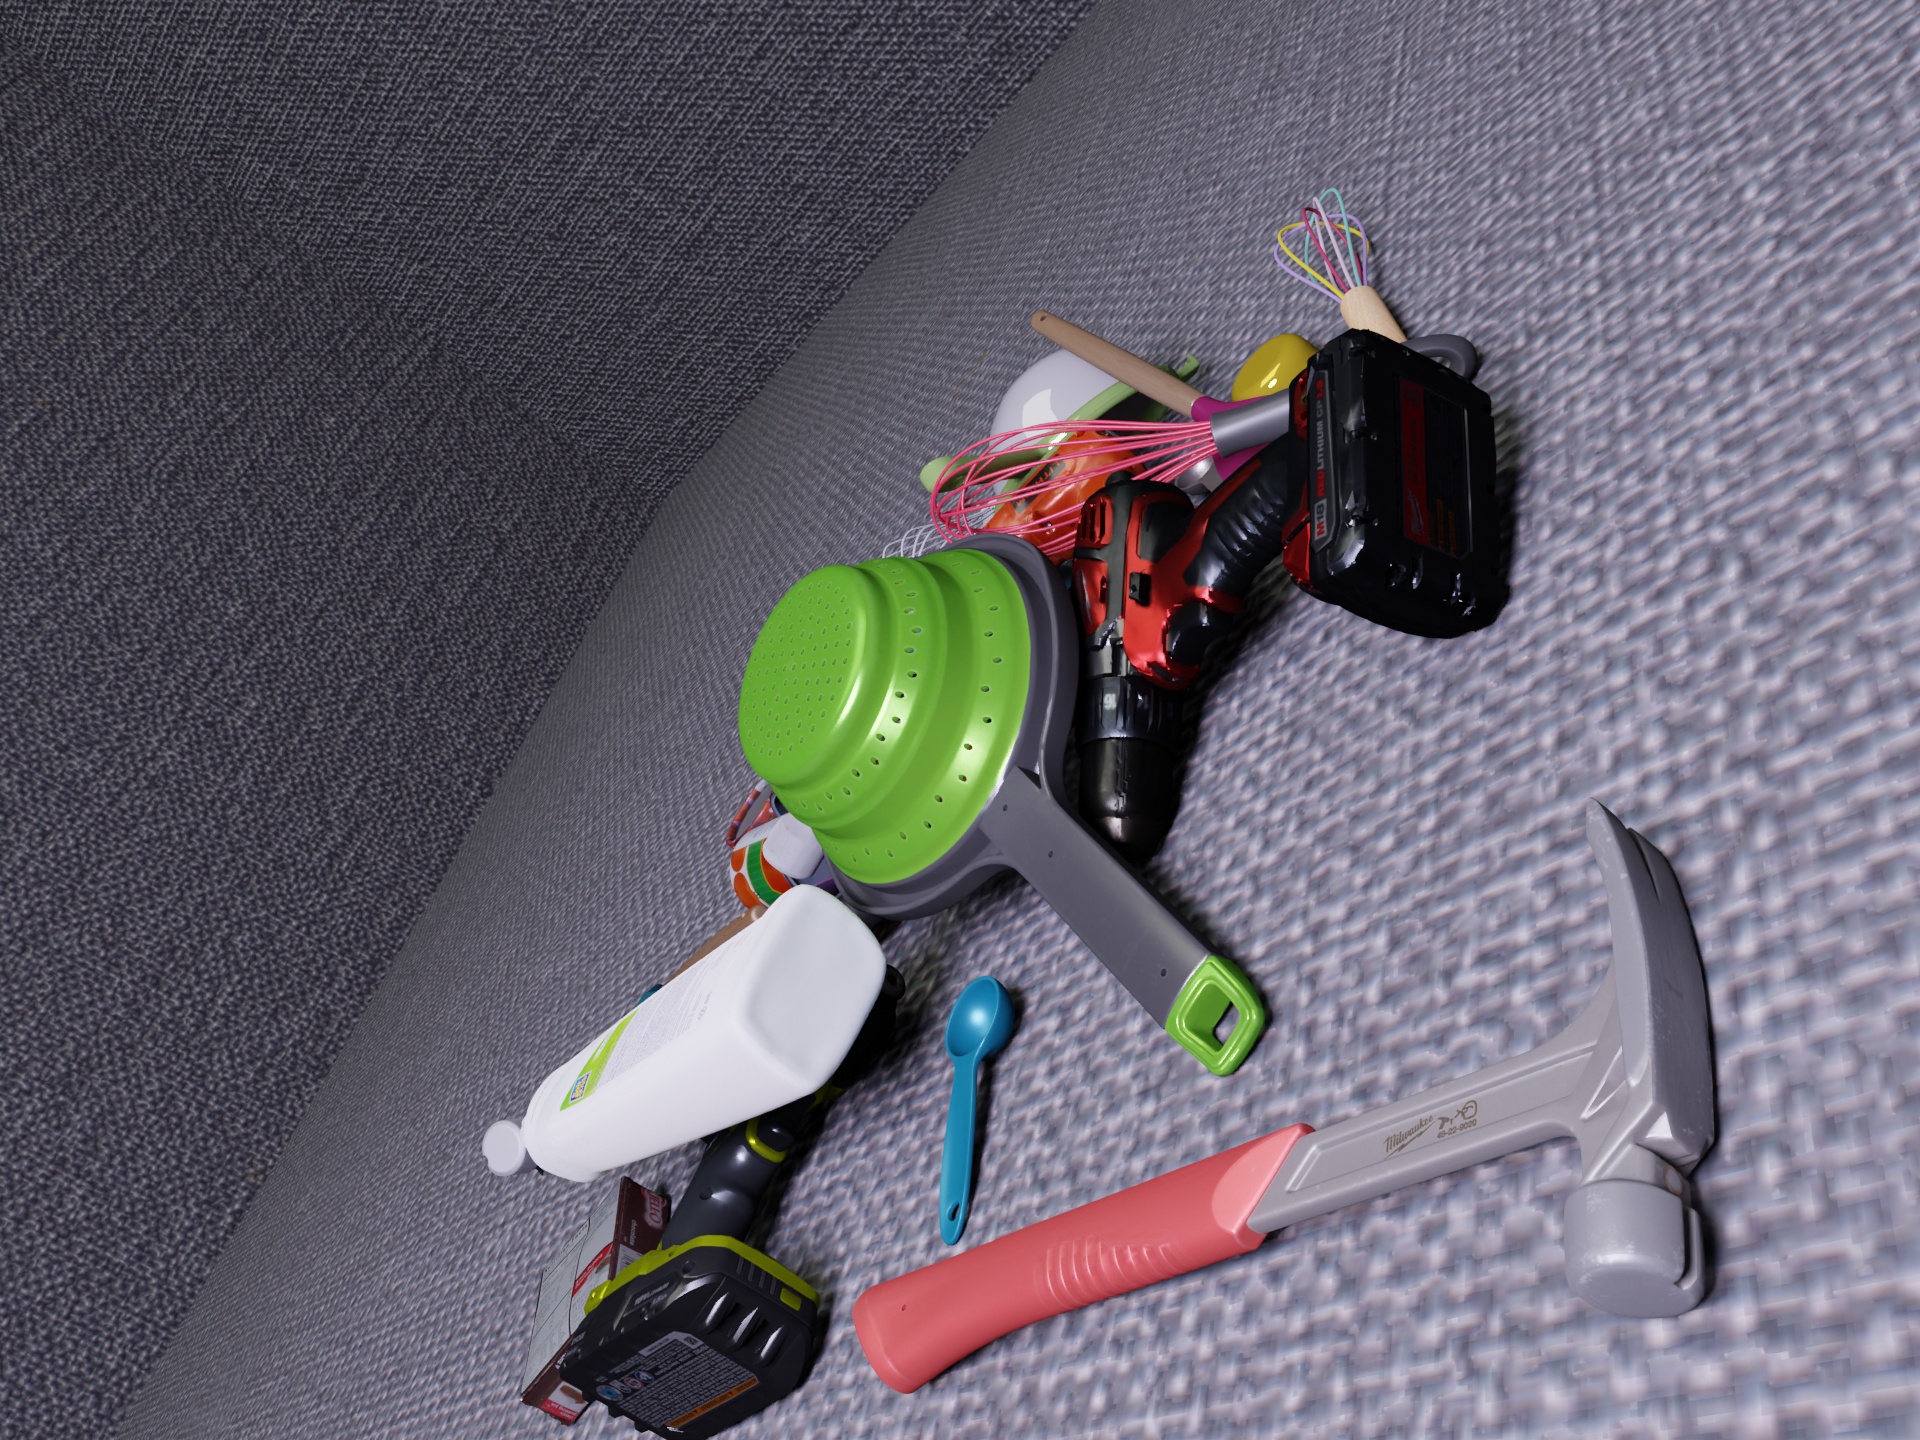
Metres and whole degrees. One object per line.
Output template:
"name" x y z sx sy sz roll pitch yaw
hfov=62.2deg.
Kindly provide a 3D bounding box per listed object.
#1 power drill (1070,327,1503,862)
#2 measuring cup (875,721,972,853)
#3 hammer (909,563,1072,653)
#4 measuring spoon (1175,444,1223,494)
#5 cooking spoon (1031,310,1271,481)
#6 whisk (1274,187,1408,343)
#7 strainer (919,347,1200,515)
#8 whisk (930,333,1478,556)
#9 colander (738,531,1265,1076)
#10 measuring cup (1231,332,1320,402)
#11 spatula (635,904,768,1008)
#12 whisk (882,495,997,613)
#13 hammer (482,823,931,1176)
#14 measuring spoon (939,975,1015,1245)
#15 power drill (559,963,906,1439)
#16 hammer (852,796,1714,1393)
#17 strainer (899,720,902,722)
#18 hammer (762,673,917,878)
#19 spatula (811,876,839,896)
"power drill" 0.122 -0.046 0.697 0.226 0.080 0.188 -28 51 54
"measuring cup" -0.047 0.041 1.003 0.095 0.052 0.174 -67 18 -3
"hammer" -0.010 -0.063 1.150 0.128 0.033 0.331 -62 20 -18
"measuring spoon" 0.155 -0.128 0.895 0.034 0.018 0.124 -50 25 8
"cooking spoon" 0.123 -0.185 0.901 0.069 0.017 0.319 -47 40 2
"whisk" 0.222 -0.241 0.887 0.051 0.047 0.245 -58 19 30
"strainer" 0.037 -0.185 0.999 0.151 0.069 0.256 -44 -12 34
"whisk" 0.113 -0.140 0.811 0.296 0.073 0.073 -14 37 26
"colander" -0.008 0.024 0.716 0.204 0.094 0.398 -60 36 11
"measuring cup" 0.175 -0.168 0.880 0.062 0.029 0.157 -43 20 32
"spatula" -0.171 0.176 1.033 0.317 0.044 0.082 -43 18 55
"whisk" 0.016 -0.132 1.099 0.070 0.070 0.285 -42 5 32
"hammer" -0.122 0.165 0.945 0.334 0.035 0.146 -39 -22 14
"measuring spoon" 0.008 0.176 0.719 0.042 0.021 0.129 -38 33 42
"power drill" -0.104 0.229 0.803 0.171 0.080 0.223 -41 19 35
"hammer" 0.080 0.157 0.533 0.359 0.036 0.149 -37 25 41
"strainer" -0.002 -0.003 1.017 0.258 0.050 0.087 -1 71 64
"hammer" -0.075 -0.029 1.077 0.144 0.035 0.406 -58 12 12
"spatula" -0.134 0.144 1.040 0.060 0.018 0.316 -20 -11 -30
